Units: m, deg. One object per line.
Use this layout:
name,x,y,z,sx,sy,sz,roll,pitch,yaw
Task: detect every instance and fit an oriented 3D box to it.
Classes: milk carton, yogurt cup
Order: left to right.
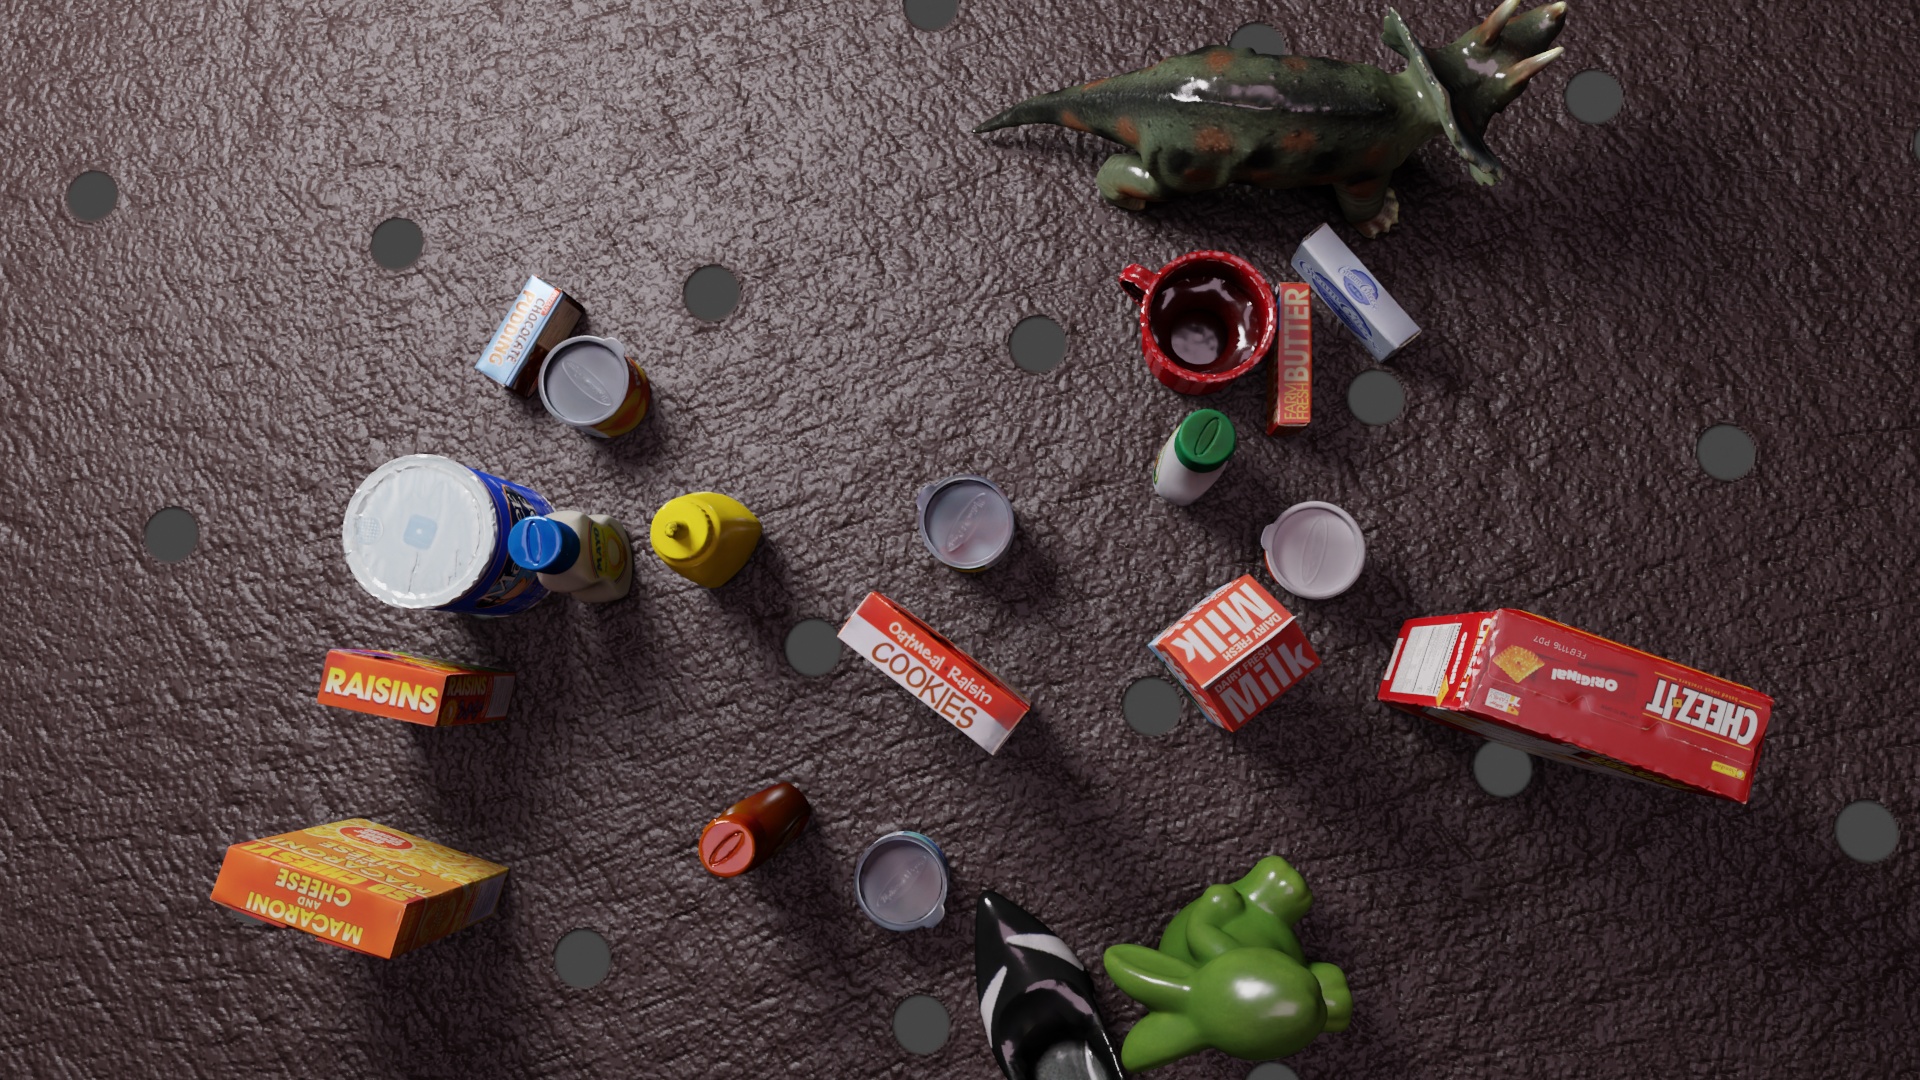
milk carton,0.177,0.074,0.909,0.072,0.190,0.073,-38,84,-1
yogurt cup,0.246,0.009,0.981,0.072,0.054,0.072,0,84,3

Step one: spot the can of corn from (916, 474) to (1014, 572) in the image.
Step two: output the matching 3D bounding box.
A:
can of corn,0.004,-0.012,0.995,0.071,0.058,0.071,0,84,3

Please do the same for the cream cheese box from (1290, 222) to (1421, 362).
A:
cream cheese box,0.283,-0.176,0.999,0.024,0.053,0.104,-39,83,-1

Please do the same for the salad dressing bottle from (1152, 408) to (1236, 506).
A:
salad dressing bottle,0.160,-0.059,0.946,0.044,0.147,0.064,29,87,6

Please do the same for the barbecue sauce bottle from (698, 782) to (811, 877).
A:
barbecue sauce bottle,-0.142,0.198,0.935,0.065,0.148,0.044,-44,84,-1

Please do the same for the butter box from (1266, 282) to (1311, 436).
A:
butter box,0.235,-0.129,0.996,0.024,0.053,0.103,1,84,3

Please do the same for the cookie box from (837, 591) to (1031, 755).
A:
cookie box,-0.012,0.087,0.930,0.123,0.167,0.040,36,88,6

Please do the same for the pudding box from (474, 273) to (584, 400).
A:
pudding box,-0.319,-0.150,1.031,0.030,0.049,0.084,30,87,6

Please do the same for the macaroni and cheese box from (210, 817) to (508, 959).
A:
macaroni and cheese box,-0.397,0.232,0.937,0.124,0.166,0.040,17,86,5

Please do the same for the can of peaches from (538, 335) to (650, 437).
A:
can of peaches,-0.266,-0.113,1.020,0.071,0.058,0.071,0,84,3

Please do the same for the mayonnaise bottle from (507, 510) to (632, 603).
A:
mayonnaise bottle,-0.268,0.009,0.962,0.041,0.148,0.065,-7,84,3

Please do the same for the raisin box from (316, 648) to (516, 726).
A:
raisin box,-0.376,0.102,0.971,0.086,0.123,0.040,11,85,4

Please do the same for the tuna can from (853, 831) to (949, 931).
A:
tuna can,-0.039,0.242,0.983,0.071,0.033,0.071,0,84,3

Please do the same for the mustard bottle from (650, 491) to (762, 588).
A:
mustard bottle,-0.179,-0.004,0.953,0.049,0.160,0.065,35,88,6
